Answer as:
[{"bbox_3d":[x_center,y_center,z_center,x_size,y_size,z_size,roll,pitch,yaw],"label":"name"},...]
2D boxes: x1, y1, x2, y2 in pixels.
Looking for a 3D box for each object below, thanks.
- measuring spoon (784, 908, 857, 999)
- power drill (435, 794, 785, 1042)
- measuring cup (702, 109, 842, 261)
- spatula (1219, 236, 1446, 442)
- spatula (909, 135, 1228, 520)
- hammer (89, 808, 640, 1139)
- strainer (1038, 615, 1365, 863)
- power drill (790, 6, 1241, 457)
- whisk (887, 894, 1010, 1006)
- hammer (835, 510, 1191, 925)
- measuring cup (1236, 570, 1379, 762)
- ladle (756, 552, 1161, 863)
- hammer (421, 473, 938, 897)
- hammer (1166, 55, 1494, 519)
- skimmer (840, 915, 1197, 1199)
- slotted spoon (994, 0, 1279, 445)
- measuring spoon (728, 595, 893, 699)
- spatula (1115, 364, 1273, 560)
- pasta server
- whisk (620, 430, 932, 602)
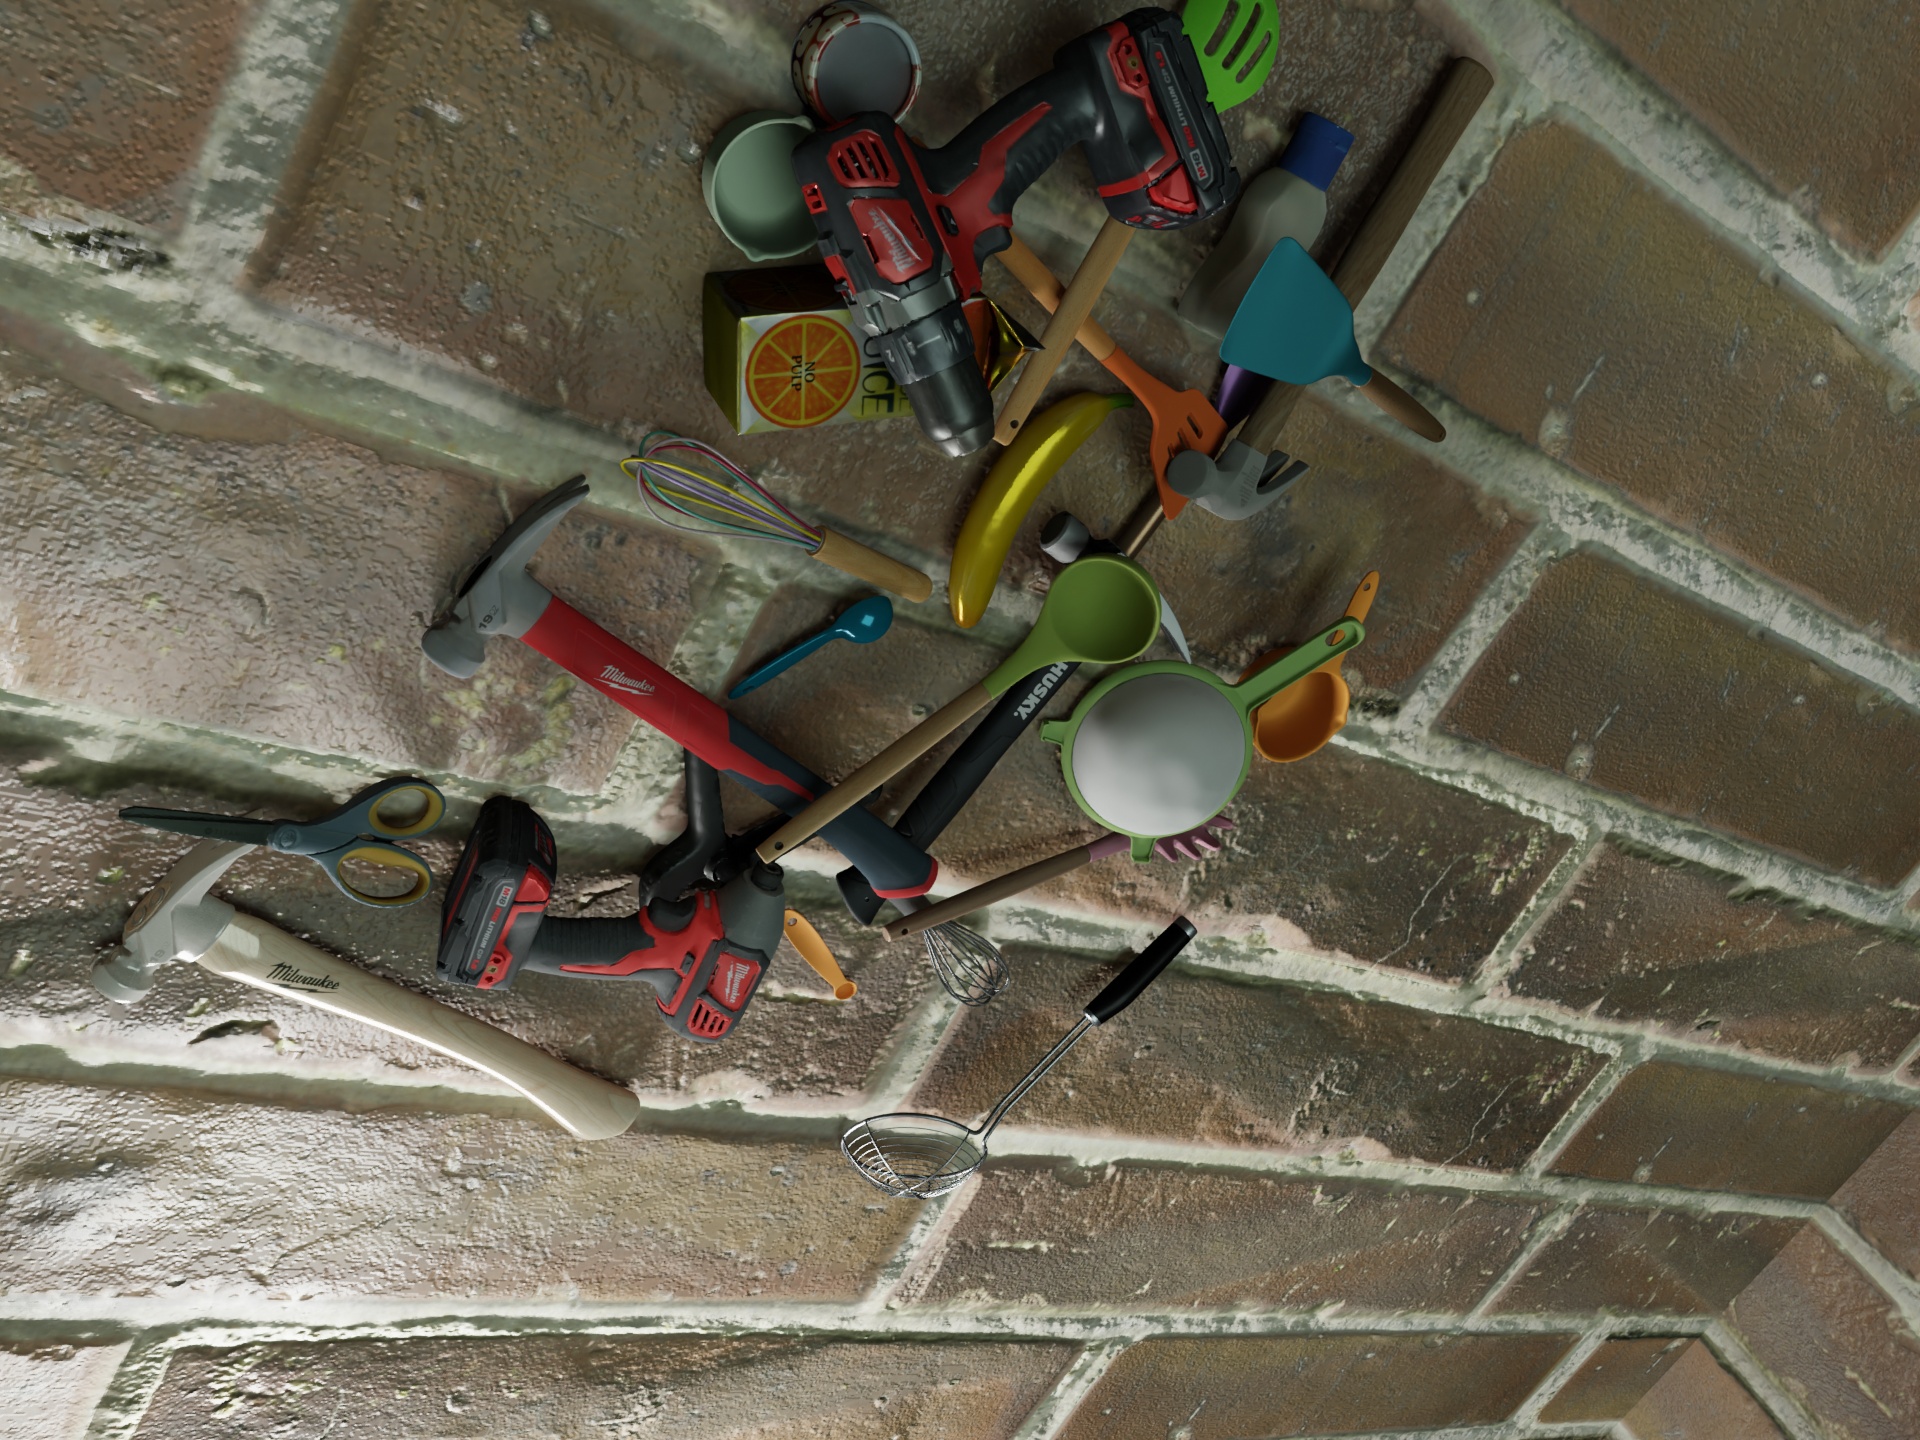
[{"bbox_3d":[-0.113,0.183,1.255,0.021,0.011,0.116,-33,129,-3],"label":"measuring spoon"},{"bbox_3d":[-0.229,0.134,1.079,0.219,0.079,0.143,19,115,-24],"label":"power drill"},{"bbox_3d":[-0.069,-0.294,0.908,0.167,0.038,0.083,8,119,-34],"label":"measuring cup"},{"bbox_3d":[0.274,-0.235,1.086,0.317,0.044,0.082,9,113,-57],"label":"spatula"},{"bbox_3d":[0.072,-0.249,1.008,0.322,0.041,0.081,38,79,-32],"label":"spatula"},{"bbox_3d":[-0.373,0.203,1.112,0.146,0.038,0.410,-45,132,6],"label":"hammer"},{"bbox_3d":[0.198,0.006,1.200,0.256,0.069,0.151,-33,112,11],"label":"strainer"},{"bbox_3d":[0.038,-0.271,0.881,0.226,0.080,0.187,-29,109,-12],"label":"power drill"},{"bbox_3d":[-0.030,0.155,1.257,0.055,0.055,0.238,-37,127,1],"label":"whisk"},{"bbox_3d":[0.025,0.018,1.155,0.146,0.035,0.334,34,102,-26],"label":"hammer"},{"bbox_3d":[0.277,-0.052,1.262,0.095,0.052,0.173,7,117,-32],"label":"measuring cup"},{"bbox_3d":[-0.002,-0.003,1.058,0.320,0.062,0.078,-36,101,-8],"label":"ladle"},{"bbox_3d":[-0.147,0.002,1.042,0.386,0.038,0.143,37,100,-31],"label":"hammer"},{"bbox_3d":[0.257,-0.284,1.072,0.130,0.031,0.331,10,113,-57],"label":"hammer"},{"bbox_3d":[0.055,0.289,1.409,0.363,0.090,0.127,-43,132,-8],"label":"skimmer"},{"bbox_3d":[0.103,-0.305,0.960,0.070,0.031,0.313,25,100,-30],"label":"slotted spoon"},{"bbox_3d":[-0.099,-0.042,1.079,0.128,0.021,0.042,-31,162,1],"label":"measuring spoon"},{"bbox_3d":[0.154,-0.173,1.128,0.059,0.018,0.316,22,110,-44],"label":"spatula"},{"bbox_3d":[0.082,0.118,1.266,0.316,0.040,0.060,-19,114,-26],"label":"pasta server"},{"bbox_3d":[-0.111,-0.123,1.014,0.047,0.051,0.244,-34,143,33],"label":"whisk"}]
